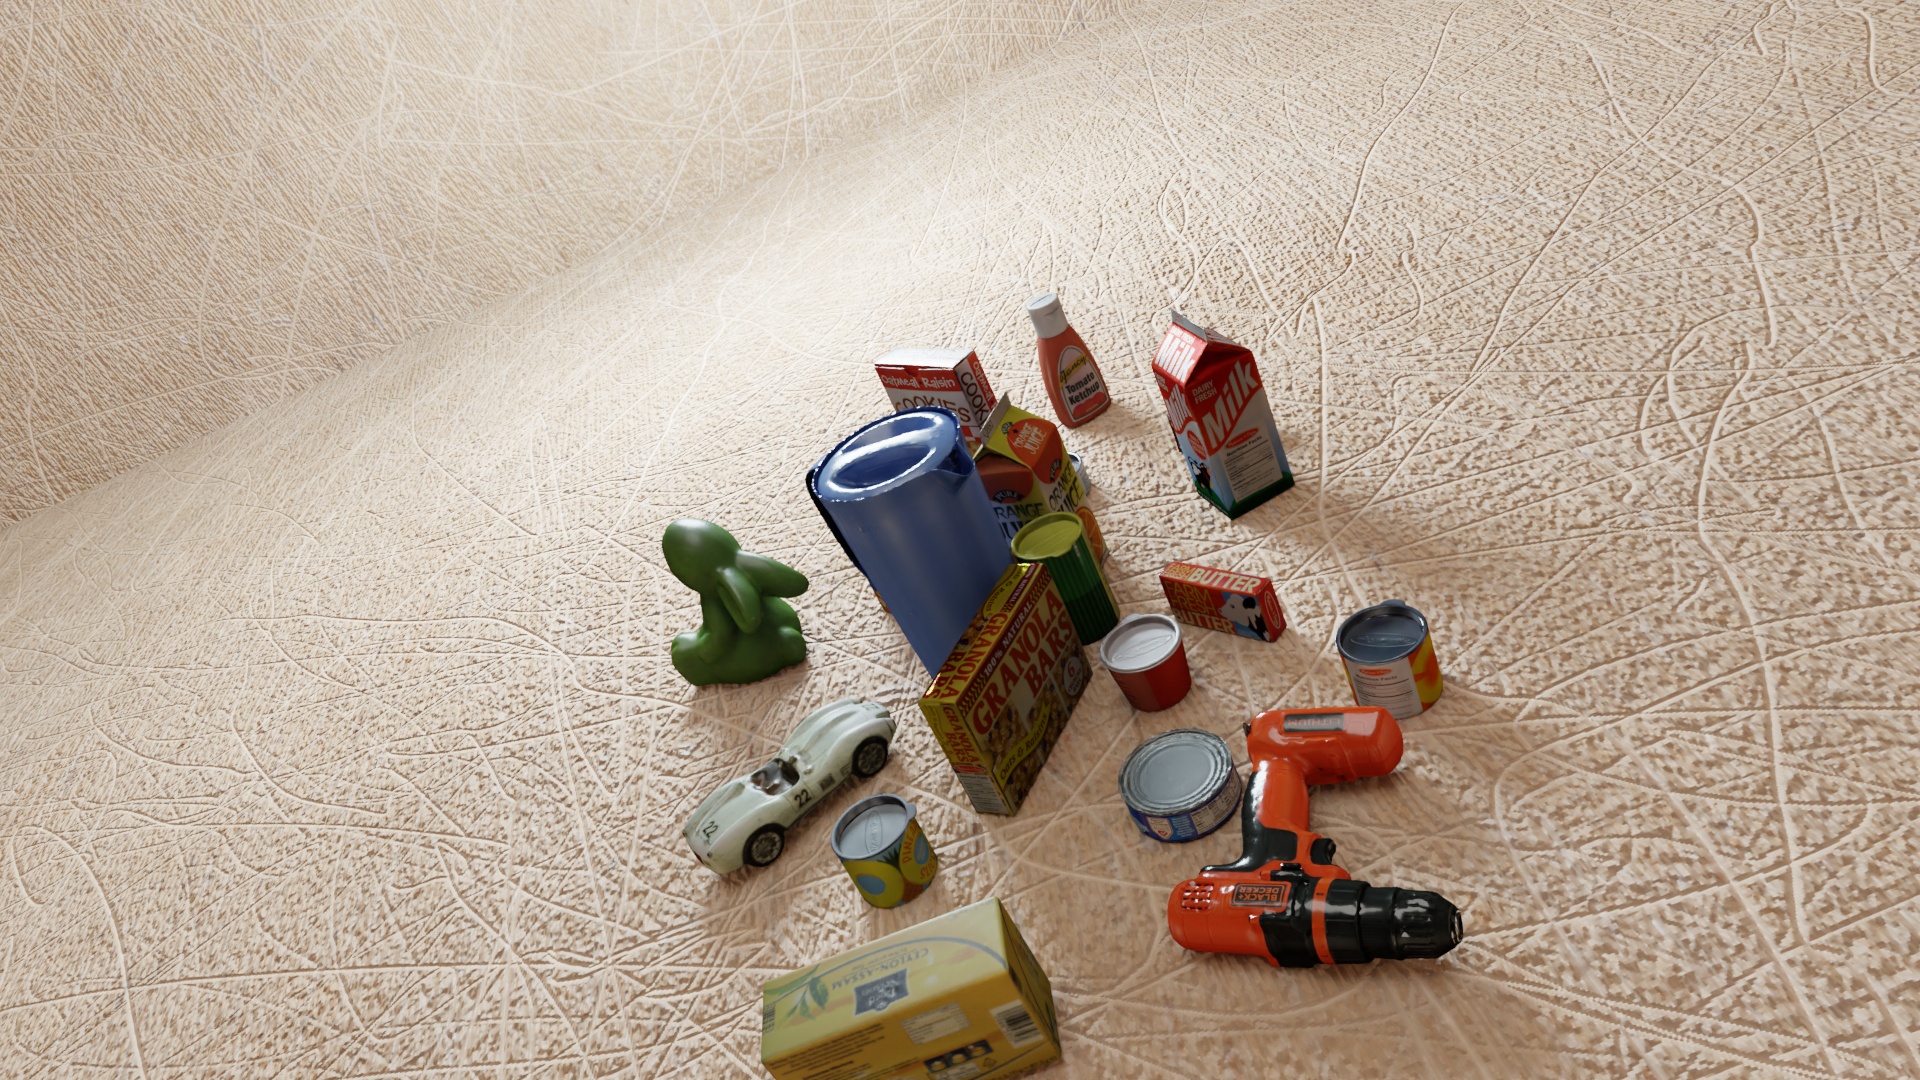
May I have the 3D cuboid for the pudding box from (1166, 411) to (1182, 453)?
[{"bbox_3d":[0.255,-0.122,1.399,0.083,0.049,0.030,-10,33,24],"label":"pudding box"}]

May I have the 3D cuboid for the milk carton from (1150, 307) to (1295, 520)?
[{"bbox_3d":[0.235,-0.122,1.274,0.073,0.189,0.072,-29,30,-5],"label":"milk carton"}]

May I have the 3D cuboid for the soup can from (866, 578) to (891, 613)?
[{"bbox_3d":[-0.066,0.020,1.380,0.071,0.083,0.072,-19,31,12],"label":"soup can"}]

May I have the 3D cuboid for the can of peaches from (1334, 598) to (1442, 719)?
[{"bbox_3d":[0.315,0.087,1.018,0.071,0.058,0.071,-19,31,12],"label":"can of peaches"}]

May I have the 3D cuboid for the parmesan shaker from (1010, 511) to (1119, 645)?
[{"bbox_3d":[0.094,0.036,1.218,0.071,0.102,0.072,-19,31,12],"label":"parmesan shaker"}]

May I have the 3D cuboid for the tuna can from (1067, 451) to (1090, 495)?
[{"bbox_3d":[0.097,-0.059,1.434,0.071,0.032,0.071,-19,31,12],"label":"tuna can"}]

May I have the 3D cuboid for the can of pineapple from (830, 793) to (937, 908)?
[{"bbox_3d":[-0.056,0.237,1.060,0.071,0.057,0.071,-19,31,12],"label":"can of pineapple"}]

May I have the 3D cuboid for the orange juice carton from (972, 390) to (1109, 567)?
[{"bbox_3d":[0.064,-0.039,1.269,0.073,0.192,0.072,-6,35,31],"label":"orange juice carton"}]

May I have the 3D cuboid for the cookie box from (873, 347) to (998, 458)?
[{"bbox_3d":[-0.009,-0.126,1.483,0.123,0.166,0.040,8,44,44],"label":"cookie box"}]

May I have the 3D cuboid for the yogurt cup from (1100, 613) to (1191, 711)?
[{"bbox_3d":[0.153,0.101,1.122,0.072,0.053,0.073,-19,31,12],"label":"yogurt cup"}]

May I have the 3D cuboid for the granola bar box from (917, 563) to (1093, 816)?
[{"bbox_3d":[0.041,0.117,1.110,0.039,0.123,0.166,-2,37,35],"label":"granola bar box"}]

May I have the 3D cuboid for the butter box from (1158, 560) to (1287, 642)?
[{"bbox_3d":[0.217,0.050,1.155,0.103,0.053,0.024,12,47,46],"label":"butter box"}]

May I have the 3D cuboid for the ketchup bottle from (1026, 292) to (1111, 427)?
[{"bbox_3d":[0.114,-0.200,1.527,0.065,0.148,0.043,-32,30,-12],"label":"ketchup bottle"}]
